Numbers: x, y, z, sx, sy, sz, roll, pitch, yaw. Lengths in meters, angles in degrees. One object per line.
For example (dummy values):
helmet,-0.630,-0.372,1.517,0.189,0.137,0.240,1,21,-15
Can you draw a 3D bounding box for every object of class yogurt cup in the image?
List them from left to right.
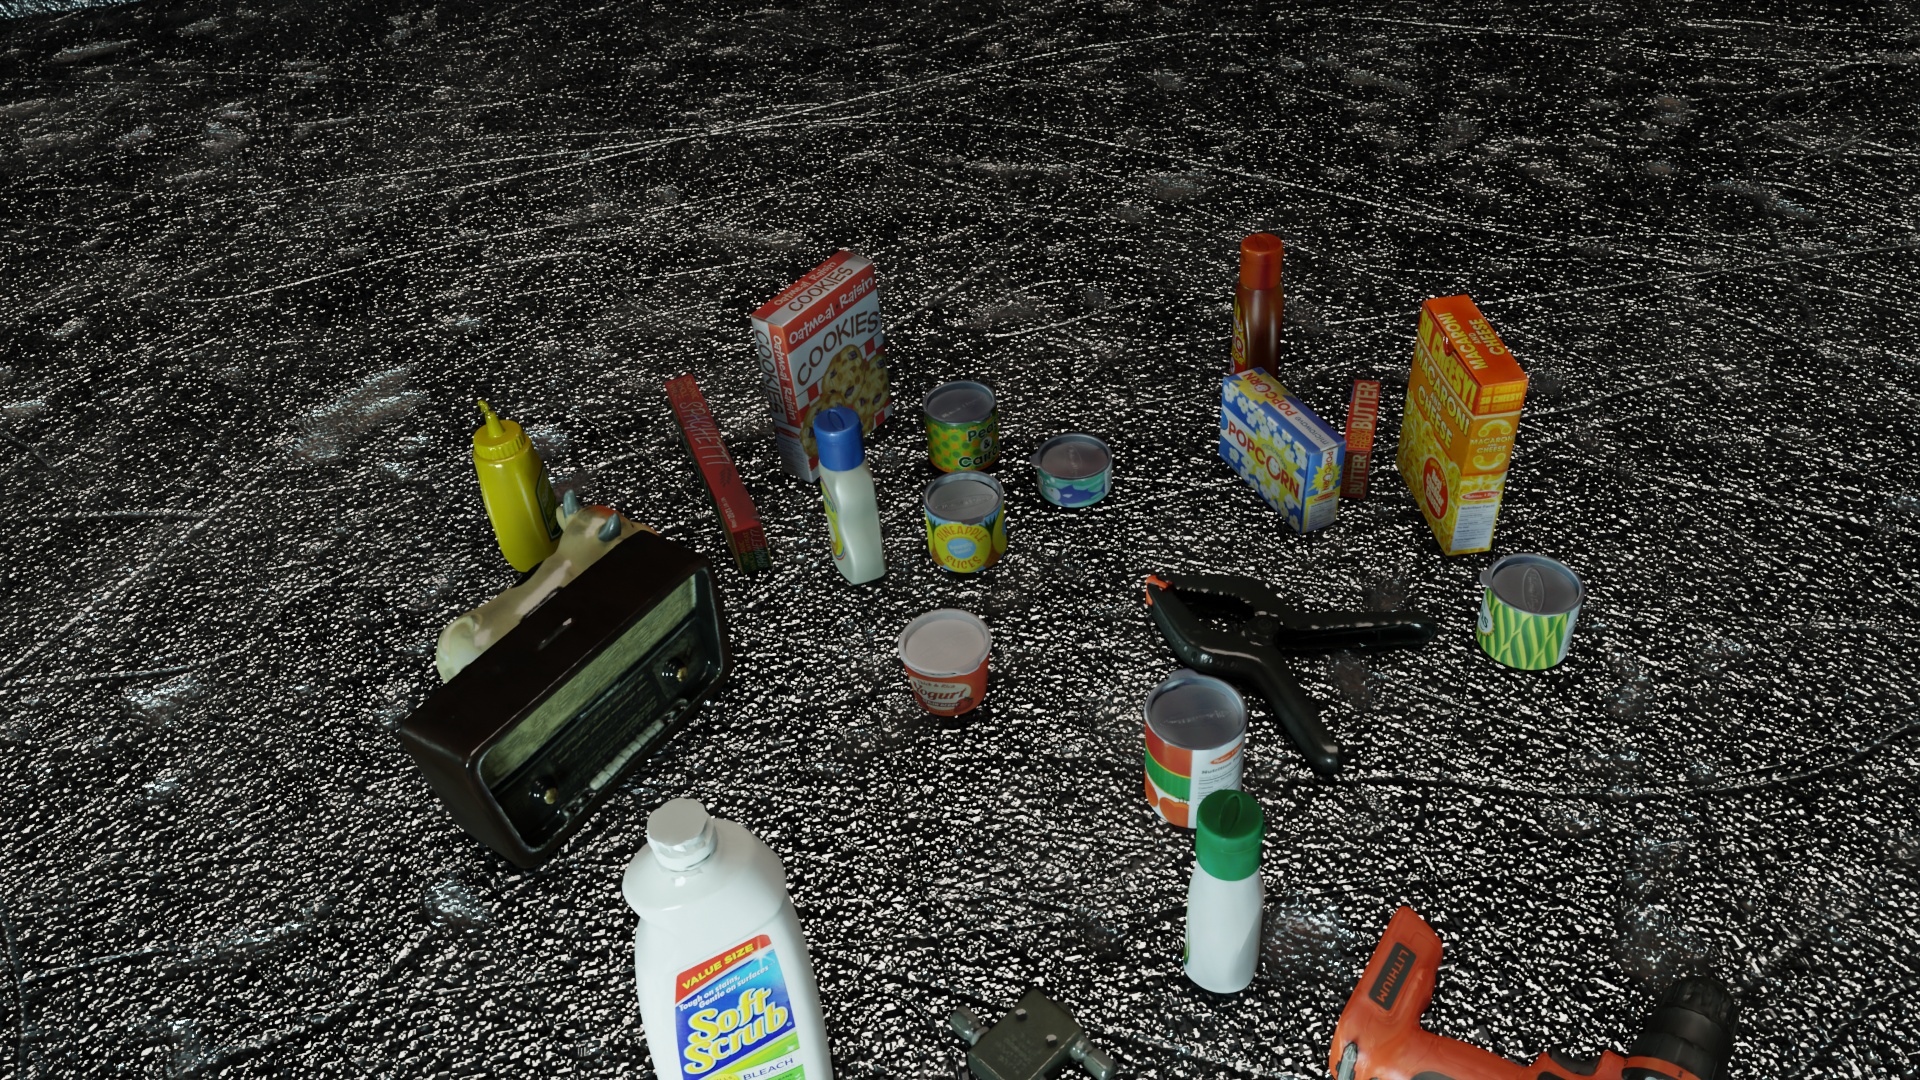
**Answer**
yogurt cup,-0.009,0.092,1.023,0.072,0.053,0.073,-3,41,3

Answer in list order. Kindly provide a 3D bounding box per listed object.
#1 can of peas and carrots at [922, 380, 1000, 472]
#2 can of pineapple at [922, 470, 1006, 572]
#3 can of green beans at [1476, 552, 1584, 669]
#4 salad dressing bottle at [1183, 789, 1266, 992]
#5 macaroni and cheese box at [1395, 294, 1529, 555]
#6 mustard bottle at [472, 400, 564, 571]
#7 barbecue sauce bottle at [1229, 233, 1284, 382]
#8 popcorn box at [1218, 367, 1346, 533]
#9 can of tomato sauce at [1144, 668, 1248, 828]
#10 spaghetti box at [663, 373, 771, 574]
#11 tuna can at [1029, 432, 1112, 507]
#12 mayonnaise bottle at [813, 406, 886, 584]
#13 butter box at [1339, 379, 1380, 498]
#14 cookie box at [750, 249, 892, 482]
can of peas and carrots,0.003,-0.100,1.240,0.071,0.058,0.071,-3,41,3
can of pineapple,0.004,-0.014,1.141,0.071,0.057,0.071,-3,41,3
can of green beans,0.415,0.052,1.016,0.071,0.057,0.071,-3,41,3
salad dressing bottle,0.153,0.203,0.804,0.044,0.146,0.064,12,44,20
macaroni and cheese box,0.393,-0.091,1.101,0.040,0.165,0.124,-7,41,-1
mustard bottle,-0.368,-0.048,1.147,0.049,0.159,0.065,-7,41,-1
barbecue sauce bottle,0.270,-0.205,1.261,0.044,0.147,0.065,-6,41,1
popcorn box,0.267,-0.077,1.161,0.038,0.084,0.127,-20,43,-15
can of tomato sauce,0.155,0.139,0.926,0.071,0.082,0.071,-3,41,3
spaghetti box,-0.218,-0.065,1.232,0.029,0.050,0.251,-18,42,-14
tuna can,0.096,-0.061,1.203,0.071,0.032,0.071,-3,41,3
mayonnaise bottle,-0.090,-0.037,1.111,0.041,0.147,0.065,-18,42,-14
butter box,0.341,-0.087,1.189,0.024,0.052,0.104,8,43,16
cookie box,-0.120,-0.155,1.235,0.040,0.166,0.123,22,48,29
